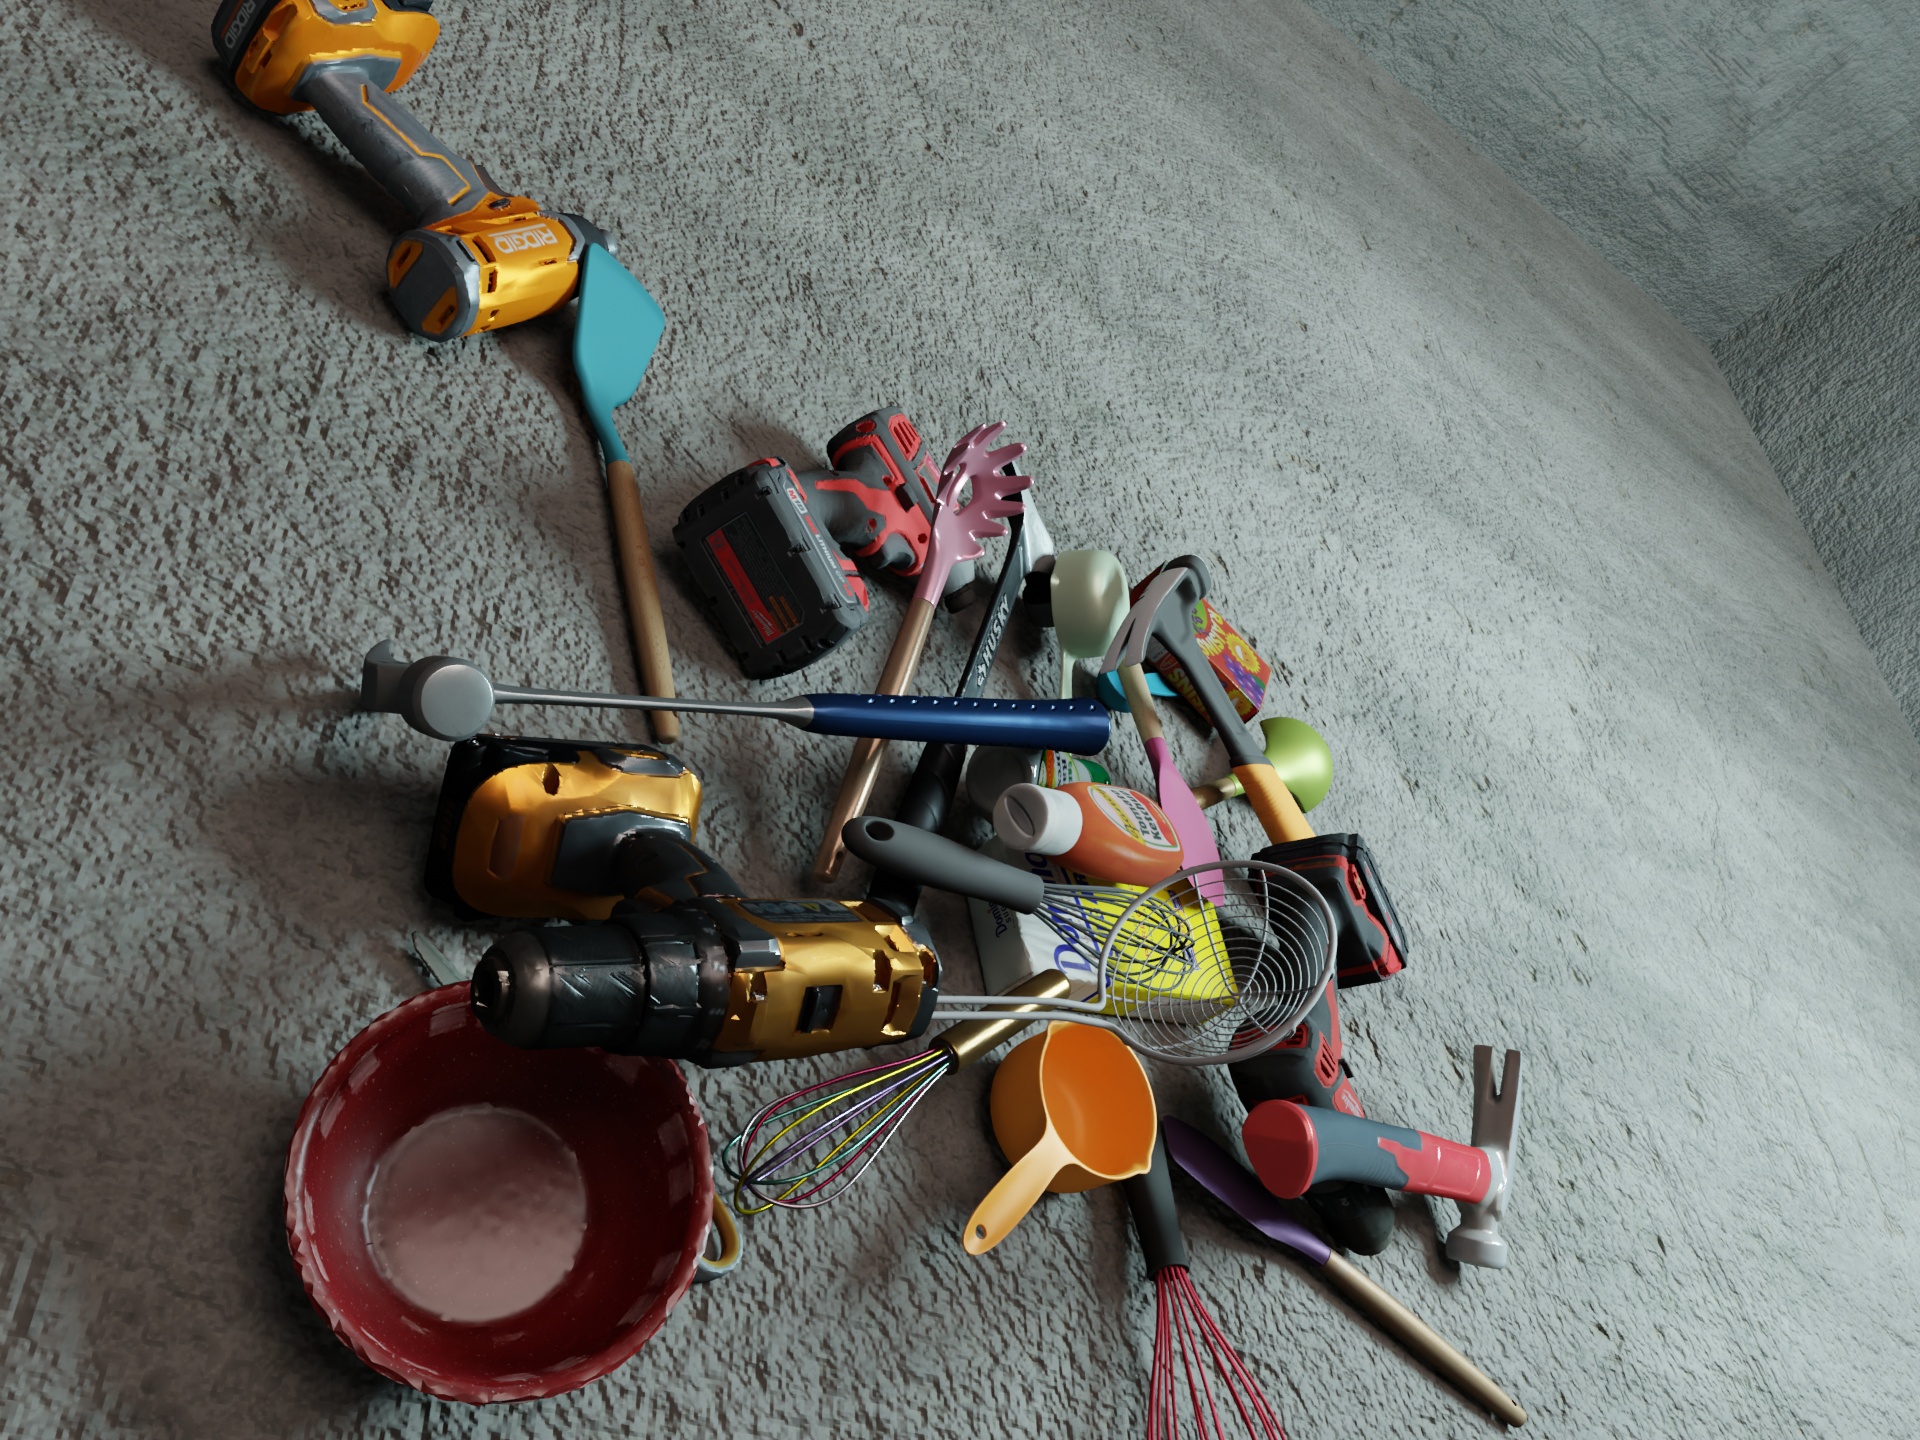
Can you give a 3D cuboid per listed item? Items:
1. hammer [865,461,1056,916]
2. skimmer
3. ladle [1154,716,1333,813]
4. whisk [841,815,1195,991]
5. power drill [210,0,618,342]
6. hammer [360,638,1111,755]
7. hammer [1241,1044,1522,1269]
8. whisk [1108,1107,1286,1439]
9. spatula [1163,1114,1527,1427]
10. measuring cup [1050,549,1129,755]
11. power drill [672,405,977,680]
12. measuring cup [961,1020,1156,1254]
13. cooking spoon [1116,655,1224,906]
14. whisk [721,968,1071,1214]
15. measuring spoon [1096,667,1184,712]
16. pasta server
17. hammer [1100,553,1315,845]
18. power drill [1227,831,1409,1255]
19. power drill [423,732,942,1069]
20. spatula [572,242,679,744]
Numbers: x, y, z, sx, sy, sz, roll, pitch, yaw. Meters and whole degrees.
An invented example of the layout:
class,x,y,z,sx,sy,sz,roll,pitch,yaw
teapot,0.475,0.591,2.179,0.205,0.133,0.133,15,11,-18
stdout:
class,x,y,z,sx,sy,sz,roll,pitch,yaw
hammer,-0.002,-0.003,0.965,0.409,0.036,0.149,-70,147,-44
skimmer,0.011,0.119,0.781,0.363,0.090,0.127,4,34,-22
ladle,0.164,0.058,1.123,0.320,0.062,0.078,-16,78,-43
whisk,0.037,0.099,0.873,0.238,0.055,0.055,23,45,-27
power drill,-0.308,-0.335,0.938,0.226,0.084,0.164,54,36,-2
hammer,-0.093,-0.006,0.797,0.405,0.144,0.035,3,94,-37
hammer,0.256,0.237,0.918,0.386,0.038,0.143,29,68,-53
whisk,0.115,0.310,0.838,0.073,0.073,0.296,22,39,-32
spatula,0.235,0.337,0.962,0.315,0.018,0.060,41,17,-13
measuring cup,0.089,-0.039,1.085,0.083,0.038,0.168,44,46,-59
power drill,-0.066,-0.110,0.988,0.143,0.078,0.220,60,32,-5
measuring cup,0.035,0.226,0.828,0.095,0.052,0.173,56,41,-1
cooking spoon,0.127,-0.002,1.097,0.068,0.017,0.319,36,29,-40
whisk,-0.025,0.180,0.799,0.245,0.051,0.047,-22,107,-46
measuring spoon,0.135,-0.021,1.176,0.128,0.021,0.042,-1,55,-57
pasta server,-0.024,-0.046,0.920,0.060,0.040,0.316,44,52,-36
hammer,0.210,0.054,1.097,0.336,0.034,0.127,57,43,-18
power drill,0.234,0.203,1.008,0.187,0.080,0.227,60,30,-28
power drill,-0.143,0.074,0.652,0.185,0.084,0.226,5,14,-43
spatula,-0.185,-0.130,0.915,0.082,0.044,0.318,42,29,-60
